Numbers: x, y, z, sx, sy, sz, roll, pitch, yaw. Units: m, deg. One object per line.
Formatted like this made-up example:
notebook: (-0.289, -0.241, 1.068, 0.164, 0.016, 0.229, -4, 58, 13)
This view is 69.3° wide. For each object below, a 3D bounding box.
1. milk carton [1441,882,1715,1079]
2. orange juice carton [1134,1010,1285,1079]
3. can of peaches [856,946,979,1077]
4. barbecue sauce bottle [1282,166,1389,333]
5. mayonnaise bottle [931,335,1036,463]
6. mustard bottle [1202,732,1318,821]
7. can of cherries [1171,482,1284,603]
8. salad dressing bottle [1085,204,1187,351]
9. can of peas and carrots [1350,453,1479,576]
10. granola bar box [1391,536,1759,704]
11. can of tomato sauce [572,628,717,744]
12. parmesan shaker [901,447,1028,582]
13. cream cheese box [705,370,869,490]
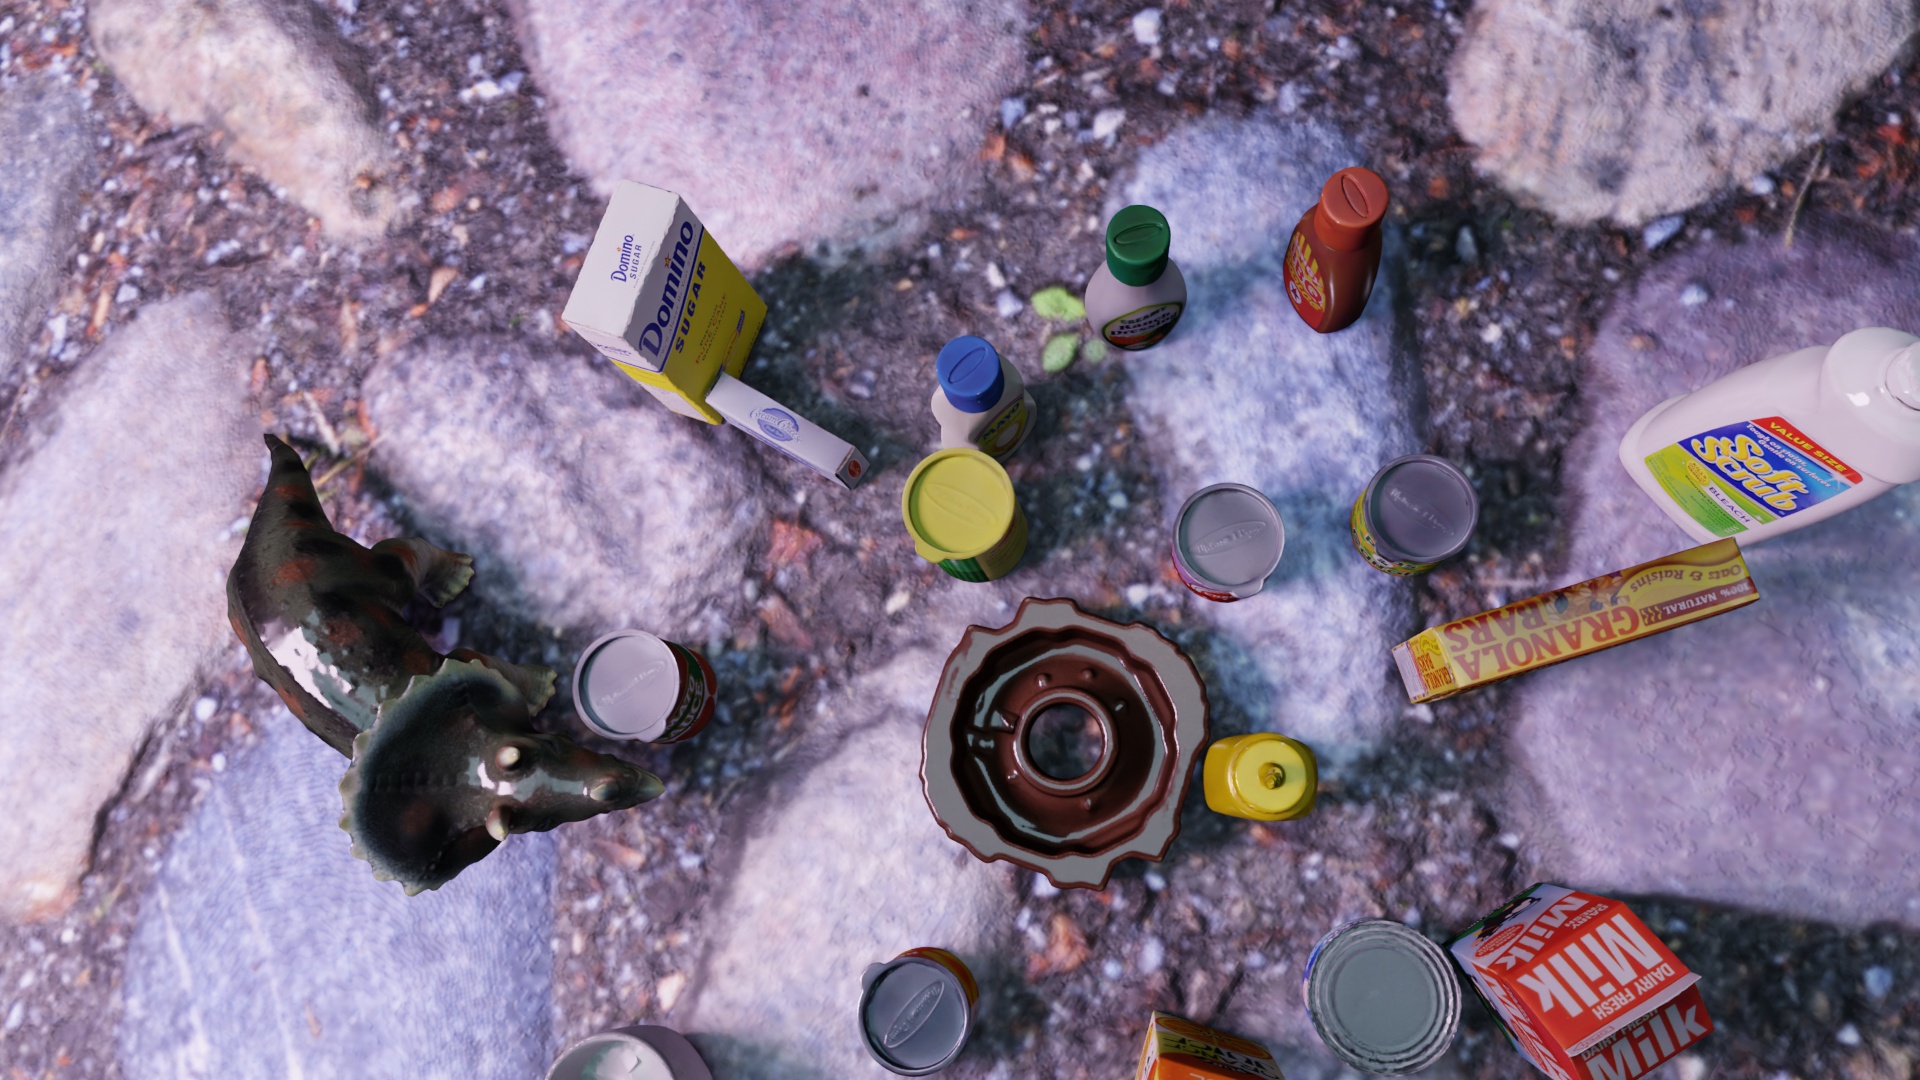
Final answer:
milk carton: (0.320, 0.233, 0.723, 0.072, 0.190, 0.073, -33, 78, 0)
orange juice carton: (0.128, 0.307, 0.730, 0.072, 0.192, 0.073, 15, 82, 9)
can of peaches: (-0.025, 0.275, 0.823, 0.071, 0.058, 0.071, -1, 79, 7)
barbecue sauce bottle: (0.226, -0.176, 0.835, 0.044, 0.148, 0.065, -23, 78, 2)
mayonnaise bottle: (0.012, -0.084, 0.842, 0.065, 0.148, 0.041, -44, 78, -2)
mustard bottle: (0.170, 0.132, 0.775, 0.065, 0.160, 0.049, 2, 80, 7)
can of cherries: (0.163, 0.005, 0.853, 0.071, 0.058, 0.071, -1, 79, 7)
salad dressing bottle: (0.107, -0.158, 0.846, 0.064, 0.147, 0.044, -15, 78, 4)
can of peas and carrots: (0.273, -0.012, 0.844, 0.071, 0.058, 0.071, -1, 79, 7)
granola bar box: (0.342, 0.050, 0.790, 0.165, 0.124, 0.039, -17, 78, 3)
can of tomato sauce: (-0.193, 0.094, 0.865, 0.071, 0.083, 0.071, -1, 79, 7)
parmesan shaker: (0.003, -0.011, 0.852, 0.071, 0.103, 0.071, -1, 79, 7)
cream cheese box: (-0.112, -0.070, 0.902, 0.104, 0.053, 0.024, 30, 84, 11)
